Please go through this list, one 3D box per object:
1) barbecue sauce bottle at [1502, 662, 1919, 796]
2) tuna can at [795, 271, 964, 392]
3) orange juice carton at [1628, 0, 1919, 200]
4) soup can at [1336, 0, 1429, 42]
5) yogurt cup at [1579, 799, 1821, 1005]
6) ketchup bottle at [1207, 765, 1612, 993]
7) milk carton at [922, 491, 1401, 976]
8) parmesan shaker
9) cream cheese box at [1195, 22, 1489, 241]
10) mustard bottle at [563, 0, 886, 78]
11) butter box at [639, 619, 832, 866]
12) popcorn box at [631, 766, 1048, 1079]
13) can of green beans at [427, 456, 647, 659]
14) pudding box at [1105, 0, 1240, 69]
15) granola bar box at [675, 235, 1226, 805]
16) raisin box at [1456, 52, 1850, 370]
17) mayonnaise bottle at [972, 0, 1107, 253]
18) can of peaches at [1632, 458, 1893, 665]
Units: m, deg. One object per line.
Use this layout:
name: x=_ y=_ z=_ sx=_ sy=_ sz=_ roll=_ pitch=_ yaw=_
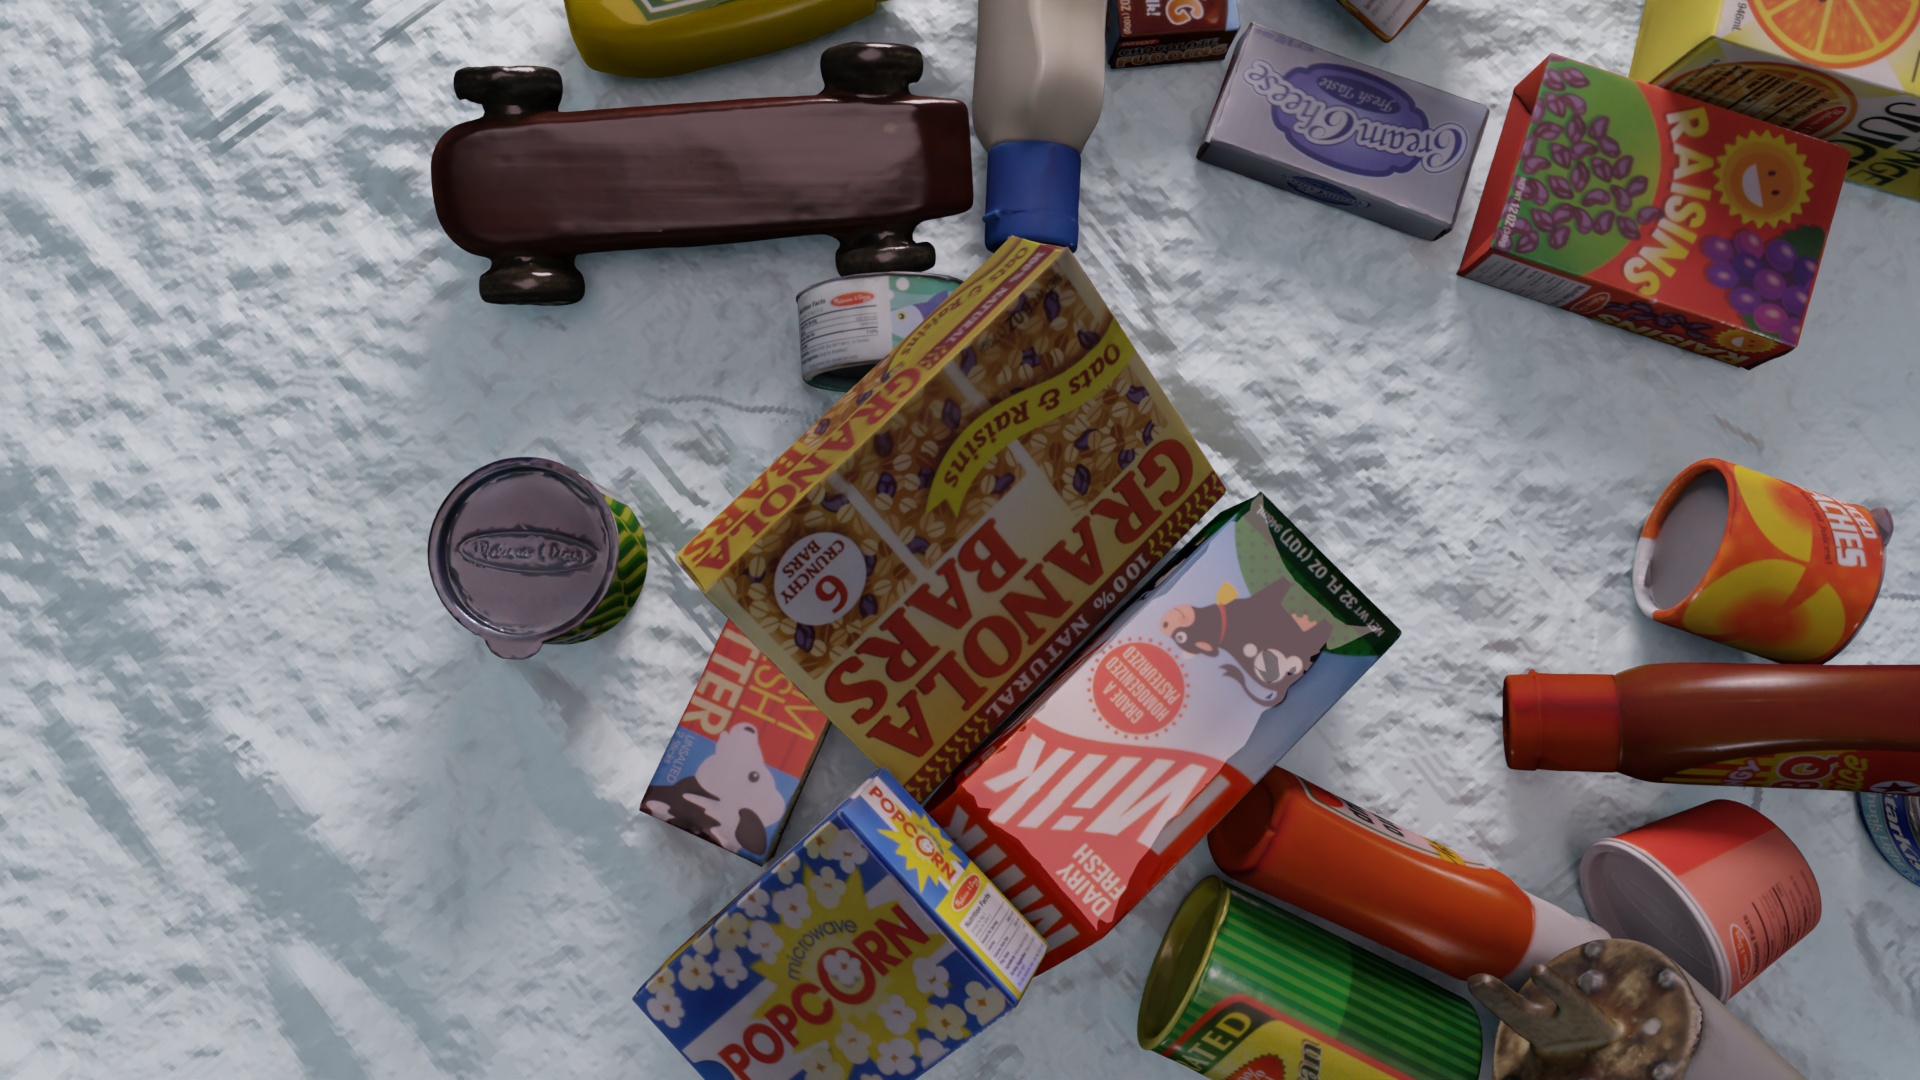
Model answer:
barbecue sauce bottle: x=0.279 y=0.068 z=0.508 sx=0.148 sy=0.064 sz=0.044 roll=-1 pitch=65 yaw=17
tuna can: x=-0.026 y=-0.076 z=0.522 sx=0.071 sy=0.071 sz=0.033 roll=-3 pitch=86 yaw=-2
orange juice carton: x=0.371 y=-0.186 z=0.540 sx=0.193 sy=0.073 sz=0.072 roll=15 pitch=84 yaw=-1
soup can: x=0.160 y=-0.249 z=0.544 sx=0.084 sy=0.071 sz=0.071 roll=42 pitch=85 yaw=2
yogurt cup: x=0.273 y=0.131 z=0.511 sx=0.054 sy=0.072 sz=0.072 roll=-23 pitch=86 yaw=-12
ketchup bottle: x=0.167 y=0.131 z=0.510 sx=0.149 sy=0.064 sz=0.043 roll=26 pitch=87 yaw=-8
milk carton: x=0.059 y=0.075 z=0.504 sx=0.191 sy=0.073 sz=0.072 roll=-45 pitch=87 yaw=-5
parmesan shaker: x=0.125 y=0.171 z=0.497 sx=0.103 sy=0.071 sz=0.071 roll=26 pitch=84 yaw=1
cream cheese box: x=0.153 y=-0.163 z=0.555 sx=0.104 sy=0.024 sz=0.053 roll=20 pitch=85 yaw=0
mustard bottle: x=-0.073 y=-0.225 z=0.541 sx=0.160 sy=0.049 sz=0.065 roll=-12 pitch=87 yaw=-3
butter box: x=-0.075 y=0.064 z=0.525 sx=0.053 sy=0.024 sz=0.103 roll=24 pitch=84 yaw=0
popcorn box: x=-0.043 y=0.150 z=0.482 sx=0.085 sy=0.038 sz=0.126 roll=47 pitch=116 yaw=2
can of green beans: x=-0.153 y=0.006 z=0.511 sx=0.071 sy=0.058 sz=0.071 roll=0 pitch=85 yaw=-2
pudding box: x=0.081 y=-0.236 z=0.557 sx=0.050 sy=0.030 sz=0.083 roll=-5 pitch=85 yaw=-3
granola bar box: x=0.002 y=-0.006 z=0.494 sx=0.166 sy=0.039 sz=0.124 roll=-45 pitch=122 yaw=-8
raisin box: x=0.272 y=-0.128 z=0.548 sx=0.123 sy=0.040 sz=0.086 roll=18 pitch=83 yaw=1
mayonnaise bottle: x=0.031 y=-0.185 z=0.536 sx=0.041 sy=0.064 sz=0.148 roll=4 pitch=88 yaw=-29
can of peaches: x=0.298 y=0.007 z=0.520 sx=0.058 sy=0.071 sz=0.071 roll=19 pitch=84 yaw=1
